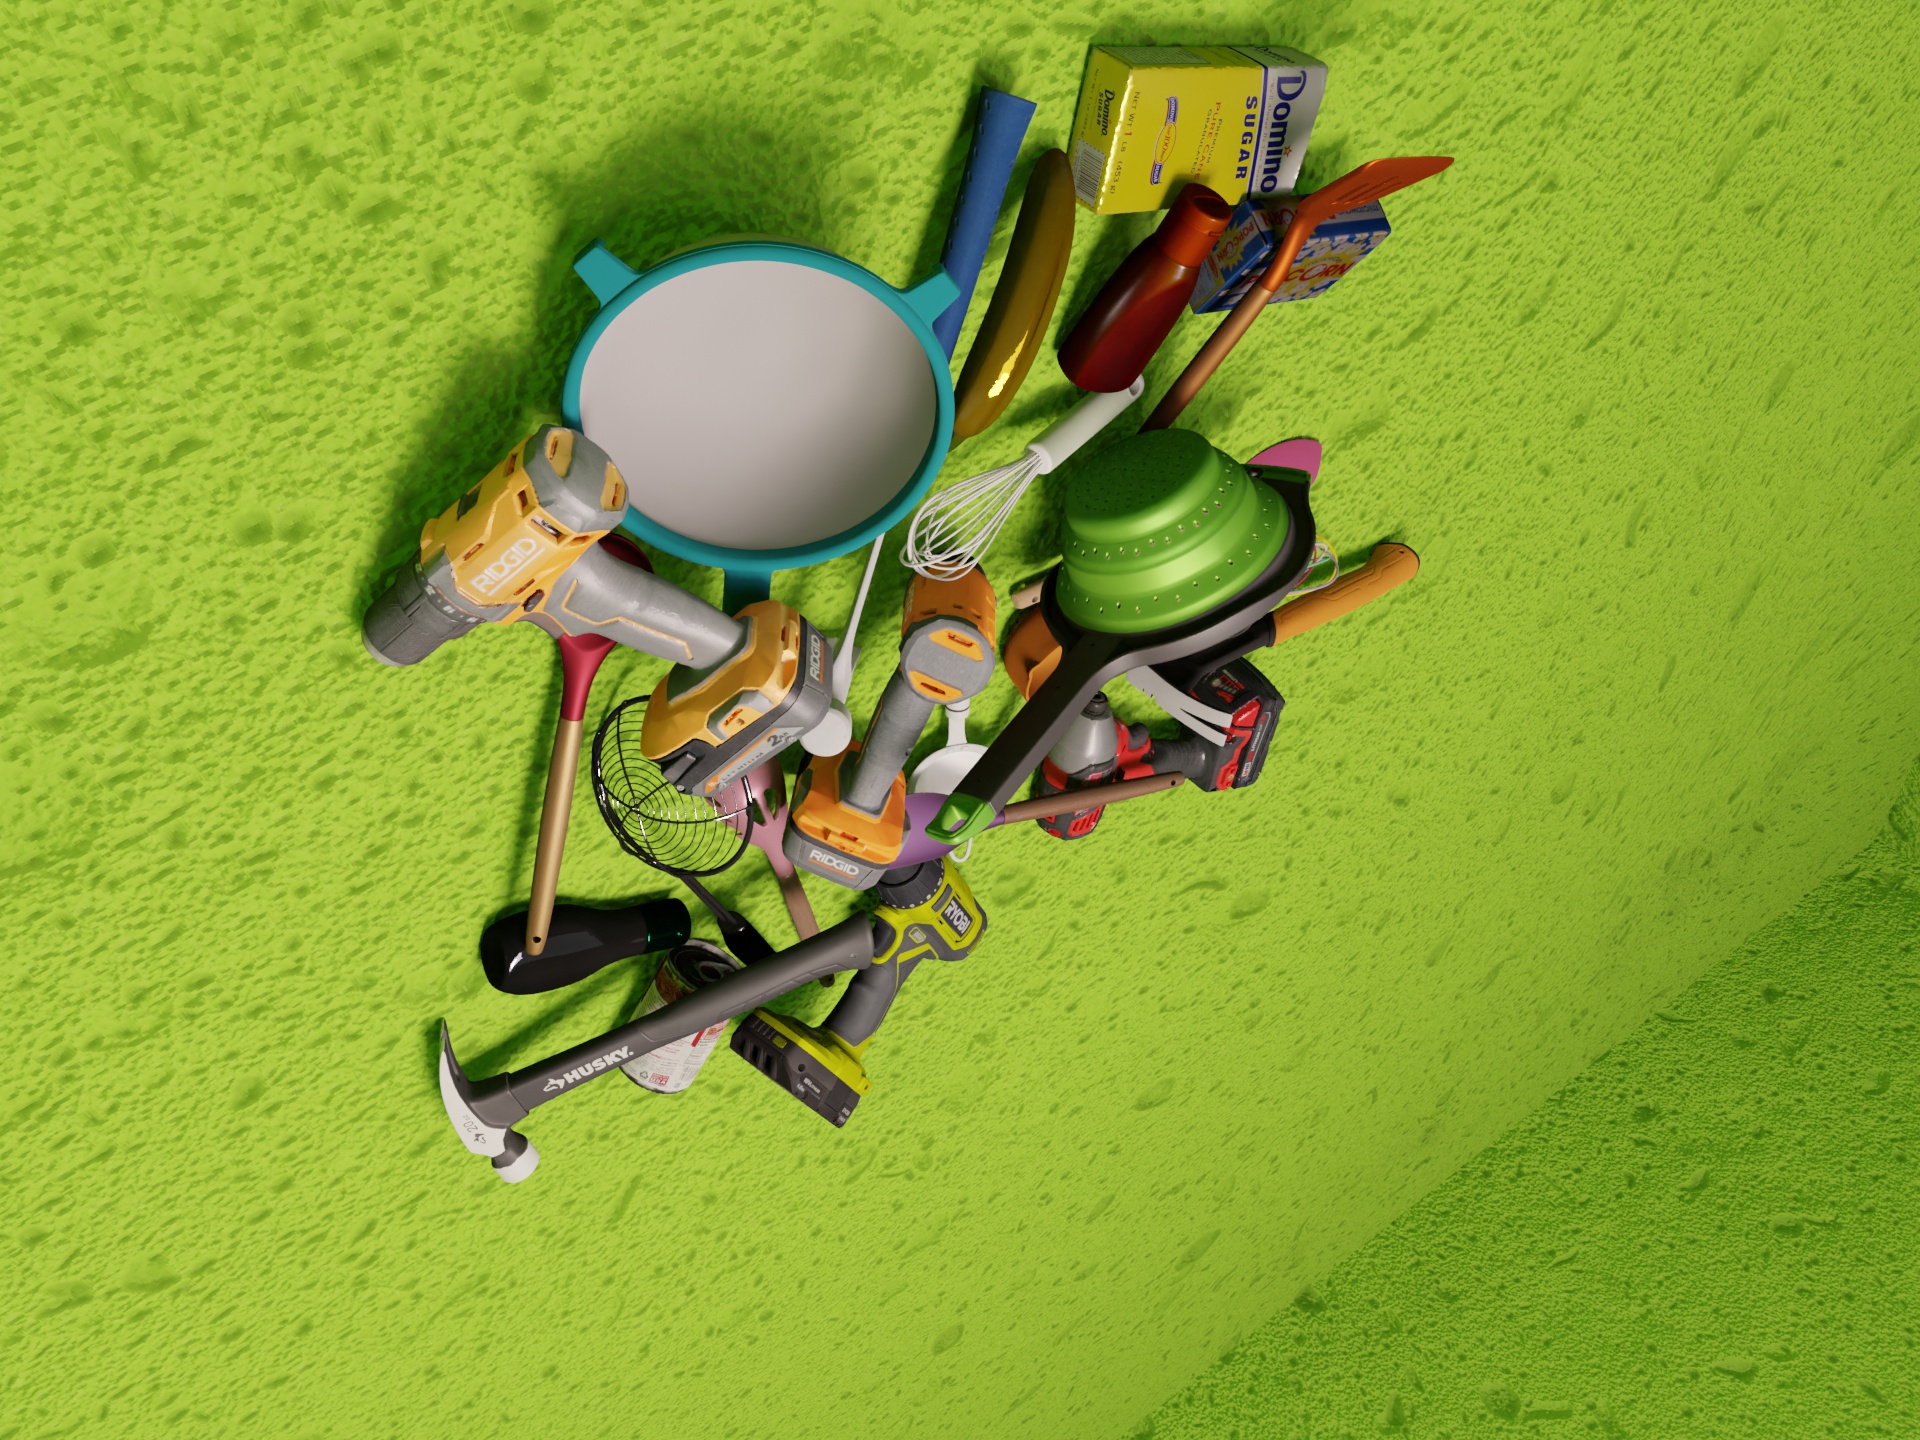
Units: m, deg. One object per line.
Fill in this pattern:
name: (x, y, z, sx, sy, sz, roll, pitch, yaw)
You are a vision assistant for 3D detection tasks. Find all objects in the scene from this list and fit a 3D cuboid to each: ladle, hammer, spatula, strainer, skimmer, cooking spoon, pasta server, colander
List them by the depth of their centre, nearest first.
strainer: (-0.122, -0.148, 0.932, 0.211, 0.095, 0.340, 1, 137, -11)
hammer: (-0.032, -0.184, 0.993, 0.035, 0.144, 0.405, 15, 110, -8)
ladle: (-0.249, 0.020, 1.007, 0.069, 0.031, 0.315, 8, 117, -16)
spatula: (0.197, -0.269, 1.067, 0.081, 0.041, 0.322, -15, 158, -35)
colander: (0.090, -0.083, 1.086, 0.397, 0.205, 0.094, -49, 129, -25)
skimmer: (-0.168, 0.102, 1.152, 0.090, 0.127, 0.363, -61, 159, -19)
hammer: (-0.217, 0.219, 1.160, 0.335, 0.035, 0.146, -24, 125, -2)
strainer: (-0.002, -0.004, 1.232, 0.087, 0.050, 0.258, -8, 127, -14)
pasta server: (-0.136, 0.125, 1.244, 0.060, 0.040, 0.315, -32, 145, -16)
cooking spoon: (0.172, -0.153, 1.268, 0.319, 0.017, 0.068, -26, 138, -24)
spatula: (0.054, 0.070, 1.280, 0.315, 0.018, 0.059, -9, 110, -30)
hammer: (0.290, -0.083, 1.379, 0.337, 0.127, 0.034, -26, 141, -32)

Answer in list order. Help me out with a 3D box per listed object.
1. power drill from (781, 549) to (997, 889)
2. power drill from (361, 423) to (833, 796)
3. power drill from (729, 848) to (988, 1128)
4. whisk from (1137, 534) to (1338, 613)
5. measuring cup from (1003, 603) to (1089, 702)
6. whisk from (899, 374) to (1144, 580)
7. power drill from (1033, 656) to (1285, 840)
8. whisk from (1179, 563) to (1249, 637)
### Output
power drill: (-0.043, -0.011, 1.115, 0.084, 0.164, 0.226, 24, 118, -11)
power drill: (-0.208, -0.045, 0.903, 0.185, 0.084, 0.226, -33, 129, 27)
power drill: (-0.080, 0.199, 1.291, 0.228, 0.080, 0.190, -54, 146, -15)
whisk: (0.219, -0.113, 1.340, 0.245, 0.051, 0.047, -18, 111, -24)
measuring cup: (0.057, -0.025, 1.262, 0.095, 0.052, 0.173, -1, 136, -41)
whisk: (0.047, -0.173, 1.078, 0.246, 0.059, 0.057, -43, 122, -29)
power drill: (0.168, 0.016, 1.382, 0.219, 0.079, 0.143, -15, 134, -29)
whisk: (0.157, -0.066, 1.220, 0.055, 0.055, 0.239, -22, 176, -27)
